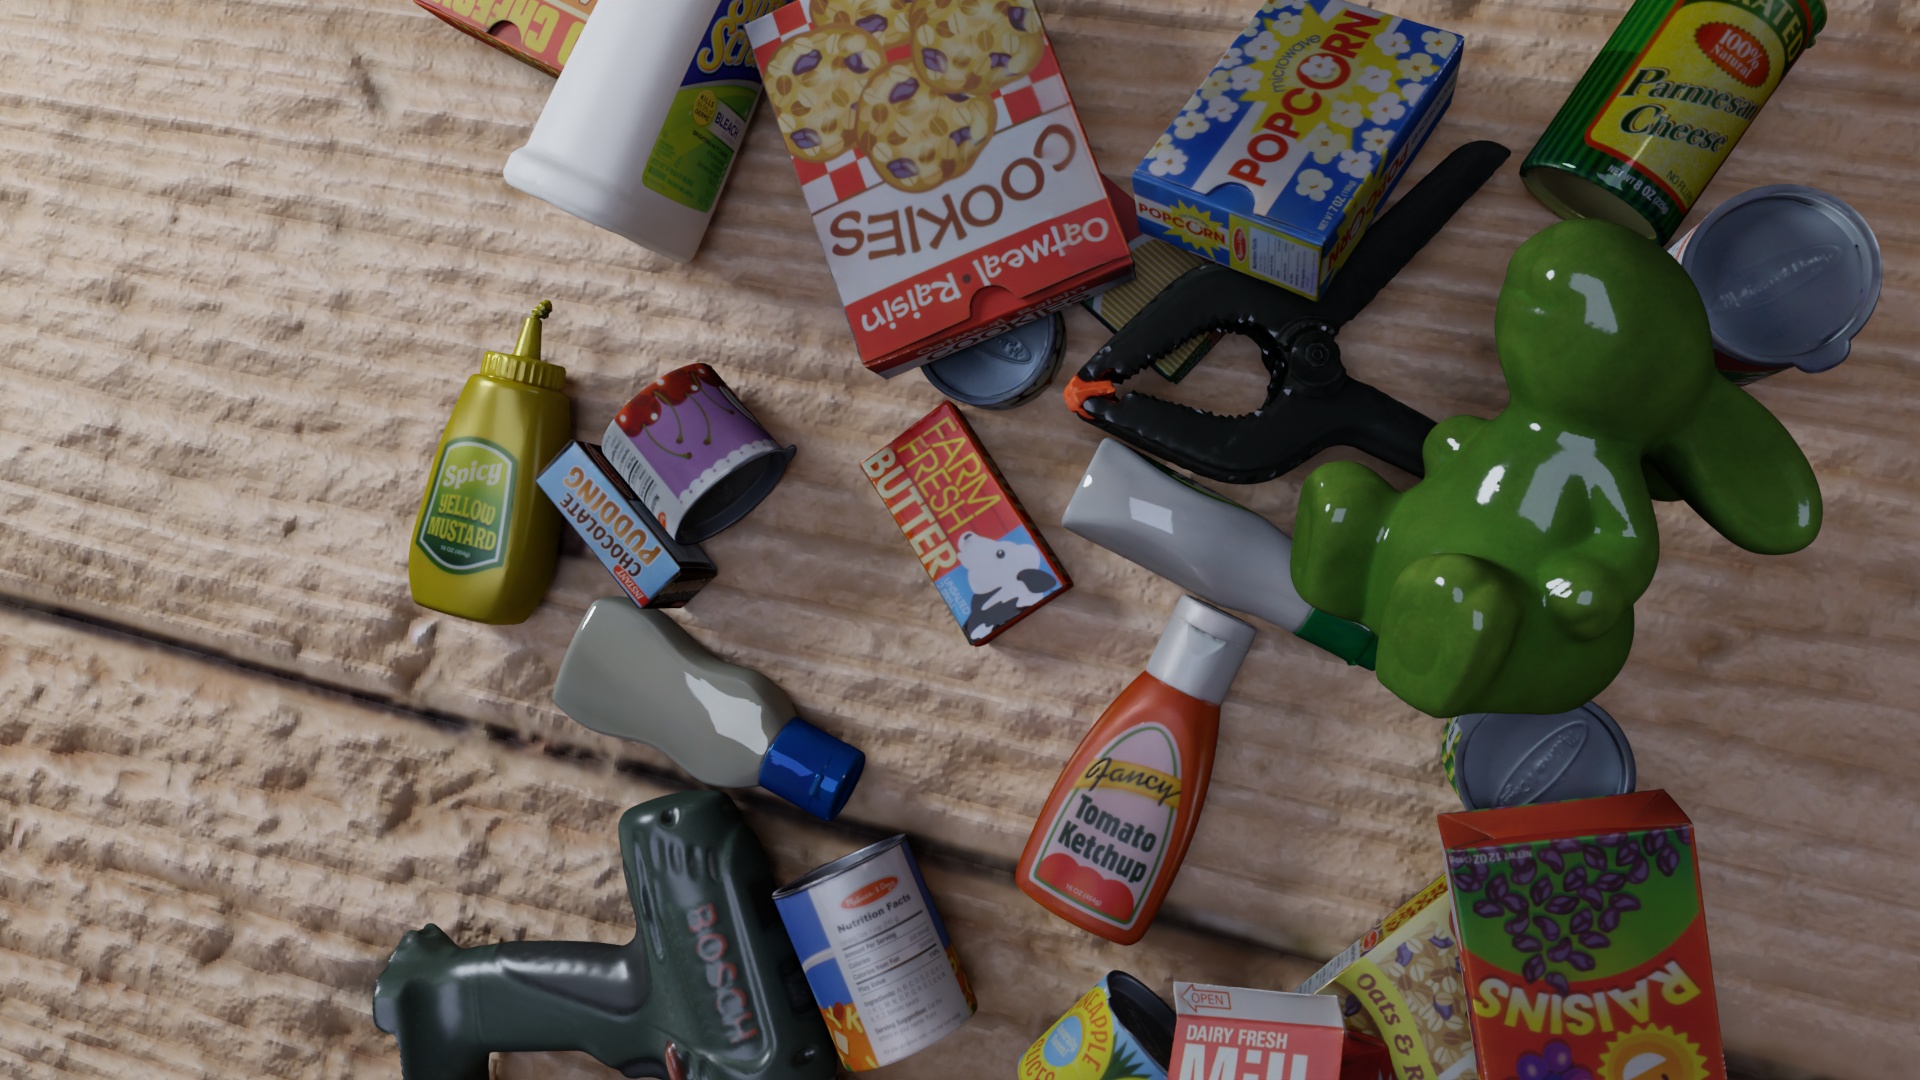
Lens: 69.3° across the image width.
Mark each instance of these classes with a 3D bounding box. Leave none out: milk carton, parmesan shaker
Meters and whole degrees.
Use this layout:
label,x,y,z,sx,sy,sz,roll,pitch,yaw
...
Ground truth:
label,x,y,z,sx,sy,sz,roll,pitch,yaw
milk carton,0.136,0.263,0.547,0.072,0.074,0.190,-9,100,35
parmesan shaker,0.285,-0.175,0.557,0.071,0.071,0.103,34,97,12

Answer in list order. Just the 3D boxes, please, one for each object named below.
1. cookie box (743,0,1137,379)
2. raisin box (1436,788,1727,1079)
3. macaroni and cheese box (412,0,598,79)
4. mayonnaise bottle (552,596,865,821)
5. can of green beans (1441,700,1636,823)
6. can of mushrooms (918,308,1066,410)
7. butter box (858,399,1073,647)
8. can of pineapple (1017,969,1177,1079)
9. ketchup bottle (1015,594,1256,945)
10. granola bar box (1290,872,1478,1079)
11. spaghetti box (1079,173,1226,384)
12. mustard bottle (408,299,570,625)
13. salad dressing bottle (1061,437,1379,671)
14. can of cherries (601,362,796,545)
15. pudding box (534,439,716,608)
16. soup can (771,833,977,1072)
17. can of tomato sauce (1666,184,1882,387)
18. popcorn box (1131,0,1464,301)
label,x,y,z,sx,sy,sz,roll,pitch,yaw
cookie box,-0.009,-0.170,0.605,0.123,0.040,0.167,-21,82,11
raisin box,0.233,0.162,0.521,0.086,0.040,0.123,-9,98,13
macaroni and cheese box,-0.179,-0.312,0.681,0.124,0.040,0.166,28,95,13
mayonnaise bottle,-0.117,0.083,0.658,0.148,0.041,0.064,26,96,11
can of green beans,0.233,0.090,0.566,0.071,0.058,0.071,0,89,13
can of mushrooms,0.015,-0.095,0.634,0.071,0.033,0.071,0,88,14
butter box,0.002,-0.008,0.640,0.053,0.024,0.103,-34,82,11
can of pineapple,0.065,0.229,0.596,0.071,0.071,0.058,46,99,10
ketchup bottle,0.082,0.097,0.609,0.065,0.043,0.148,26,94,13
granola bar box,0.232,0.225,0.572,0.124,0.039,0.166,-42,80,10
spaghetti box,0.022,-0.171,0.637,0.250,0.029,0.050,43,97,10
mustard bottle,-0.224,-0.041,0.681,0.065,0.049,0.160,12,92,12
salad dressing bottle,0.118,0.007,0.596,0.148,0.064,0.044,27,86,4
can of cherries,-0.122,-0.042,0.650,0.071,0.071,0.058,-43,79,9
pudding box,-0.159,-0.007,0.664,0.030,0.049,0.084,-42,81,8
soup can,-0.039,0.184,0.625,0.071,0.071,0.084,-25,84,12
can of tomato sauce,0.306,-0.094,0.540,0.071,0.083,0.071,0,89,13
popcorn box,0.139,-0.167,0.572,0.085,0.038,0.127,28,68,22
